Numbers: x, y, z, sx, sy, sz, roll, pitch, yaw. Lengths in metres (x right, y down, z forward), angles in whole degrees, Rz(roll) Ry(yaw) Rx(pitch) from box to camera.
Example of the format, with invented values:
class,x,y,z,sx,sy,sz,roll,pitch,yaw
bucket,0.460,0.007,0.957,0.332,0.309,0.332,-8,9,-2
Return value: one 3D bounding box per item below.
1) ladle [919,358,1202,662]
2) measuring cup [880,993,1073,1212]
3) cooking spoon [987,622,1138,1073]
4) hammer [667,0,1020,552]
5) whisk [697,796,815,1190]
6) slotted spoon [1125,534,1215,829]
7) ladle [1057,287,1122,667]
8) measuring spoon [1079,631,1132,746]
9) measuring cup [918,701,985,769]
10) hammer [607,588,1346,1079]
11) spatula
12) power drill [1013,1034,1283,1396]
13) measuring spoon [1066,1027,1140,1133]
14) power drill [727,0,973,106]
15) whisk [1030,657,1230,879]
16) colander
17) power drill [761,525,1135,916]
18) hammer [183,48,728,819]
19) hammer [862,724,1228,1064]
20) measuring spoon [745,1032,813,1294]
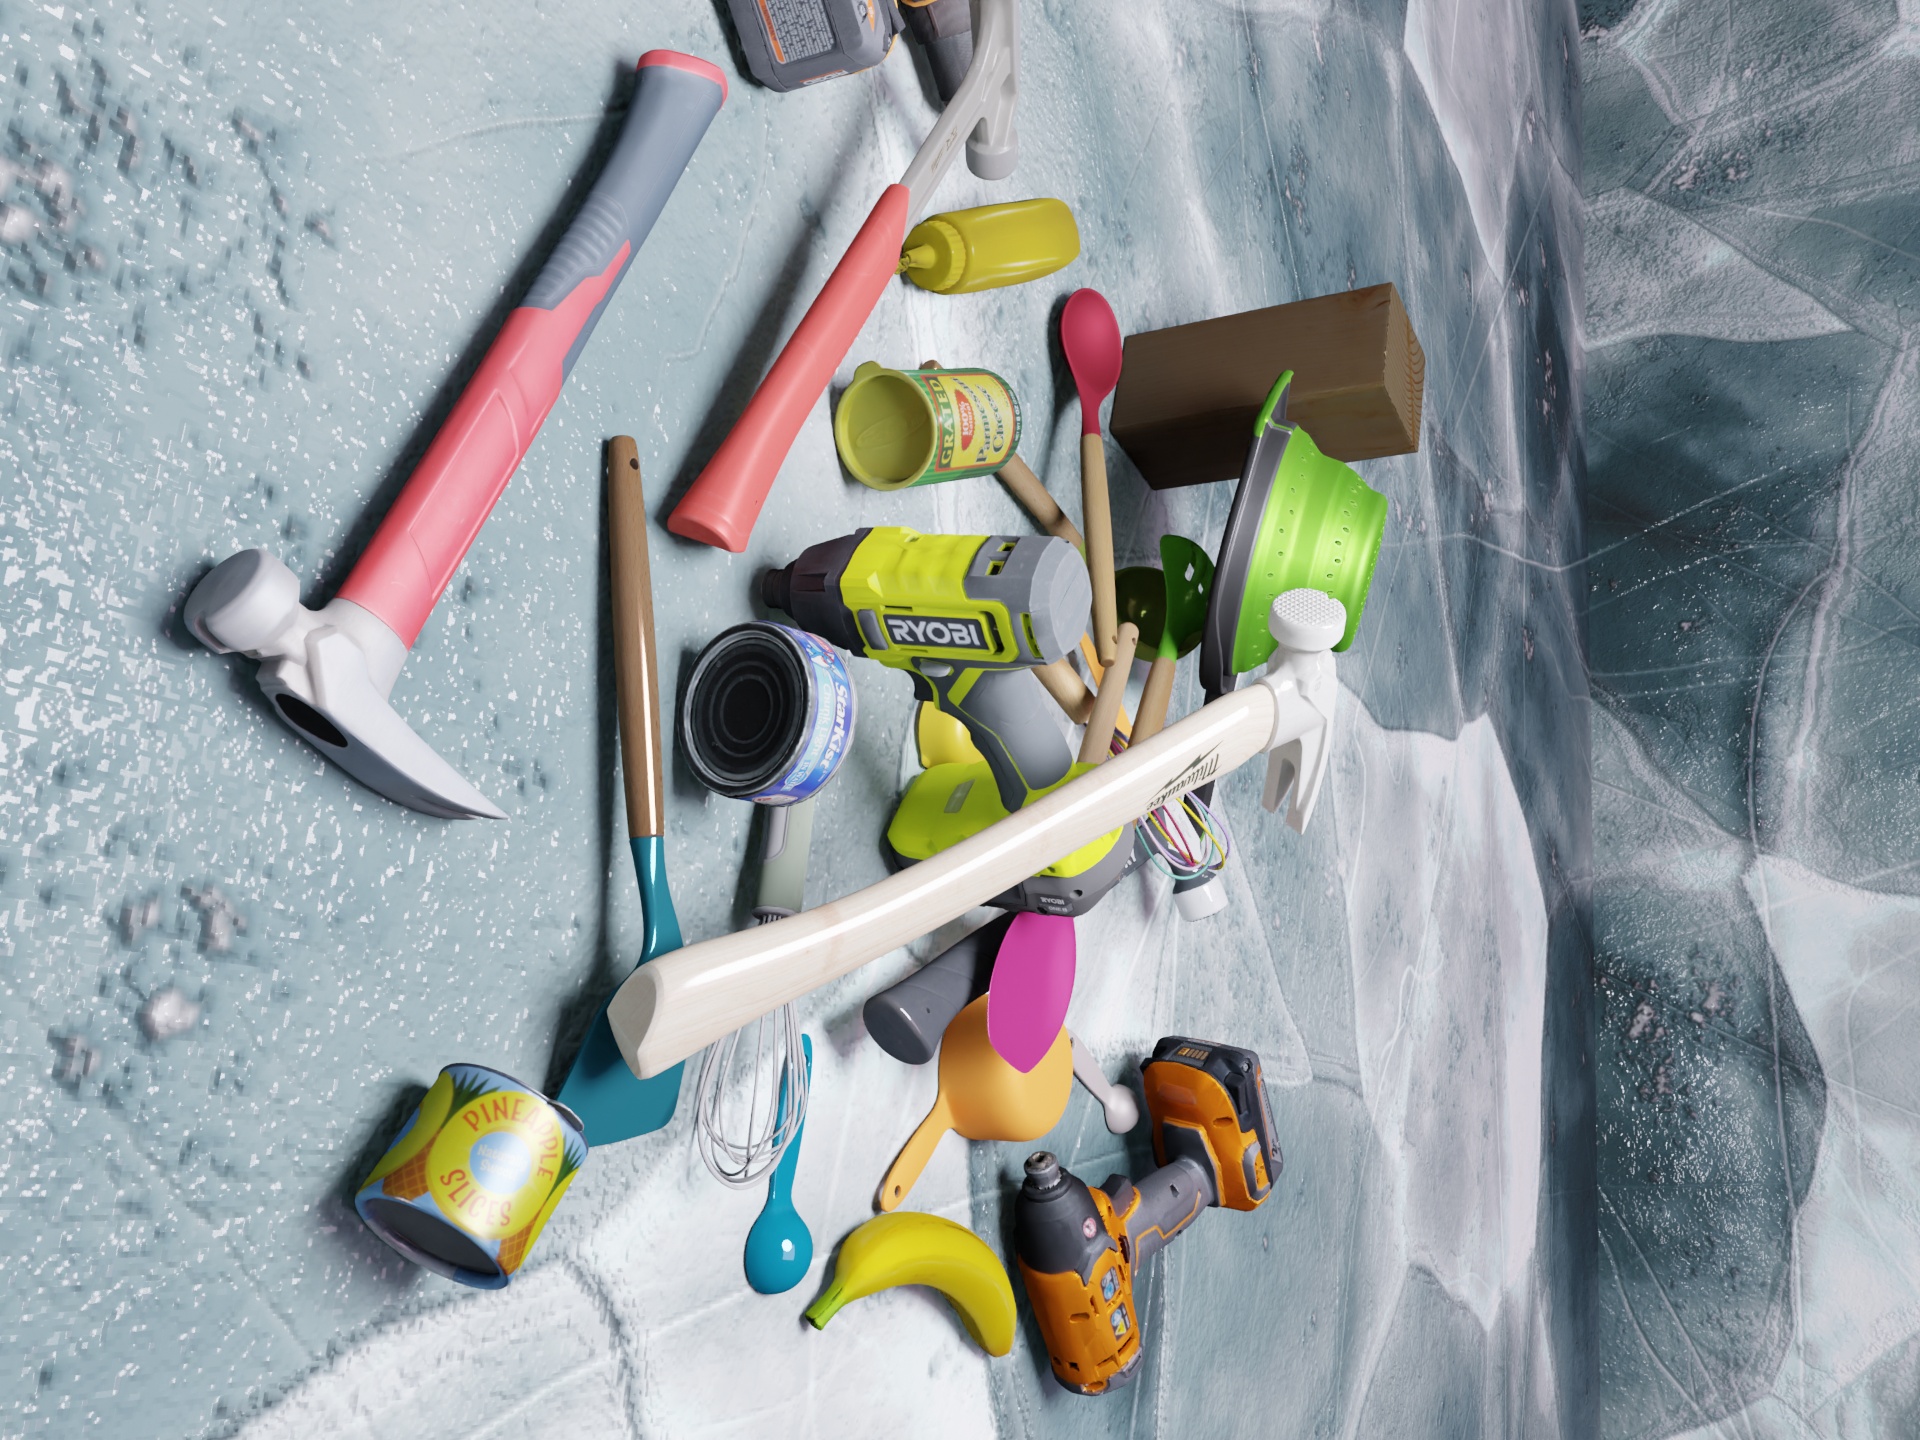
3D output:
class,x,y,z,sx,sy,sz,roll,pitch,yaw
ladle,0.074,-0.138,1.063,0.319,0.062,0.078,44,37,-44
measuring cup,0.013,0.228,0.925,0.174,0.052,0.095,-45,124,-53
cooking spoon,0.067,0.062,0.949,0.068,0.017,0.319,47,46,-33
hammer,-0.051,-0.237,0.818,0.149,0.037,0.359,83,31,-61
whisk,-0.092,0.103,0.779,0.059,0.058,0.246,29,58,-44
slotted spoon,0.129,-0.017,1.035,0.070,0.031,0.314,49,42,-28
ladle,0.090,-0.166,1.055,0.069,0.031,0.316,33,45,-39
measuring spoon,0.095,-0.026,1.095,0.021,0.011,0.117,-25,90,-57
measuring cup,0.018,0.045,0.975,0.062,0.029,0.156,-58,135,-44
hammer,0.026,0.068,0.764,0.410,0.038,0.146,-25,133,-27
spatula,-0.152,0.028,0.714,0.082,0.044,0.317,8,76,-56
power drill,0.119,0.304,1.046,0.226,0.084,0.164,-36,117,-42
measuring spoon,0.098,0.246,1.092,0.124,0.018,0.034,56,43,-40
power drill,-0.044,-0.413,0.885,0.226,0.084,0.185,-56,134,-51
whisk,0.094,0.013,1.040,0.244,0.051,0.047,50,5,-16
colander,0.227,-0.041,1.130,0.205,0.094,0.396,-55,156,-53
power drill,-0.001,-0.003,0.837,0.080,0.171,0.223,-61,144,-39
hammer,-0.173,-0.145,0.681,0.143,0.038,0.387,54,44,-43
hammer,0.059,0.112,0.987,0.409,0.036,0.149,-24,91,-58
measuring spoon,-0.081,0.223,0.802,0.042,0.021,0.129,28,65,-54
